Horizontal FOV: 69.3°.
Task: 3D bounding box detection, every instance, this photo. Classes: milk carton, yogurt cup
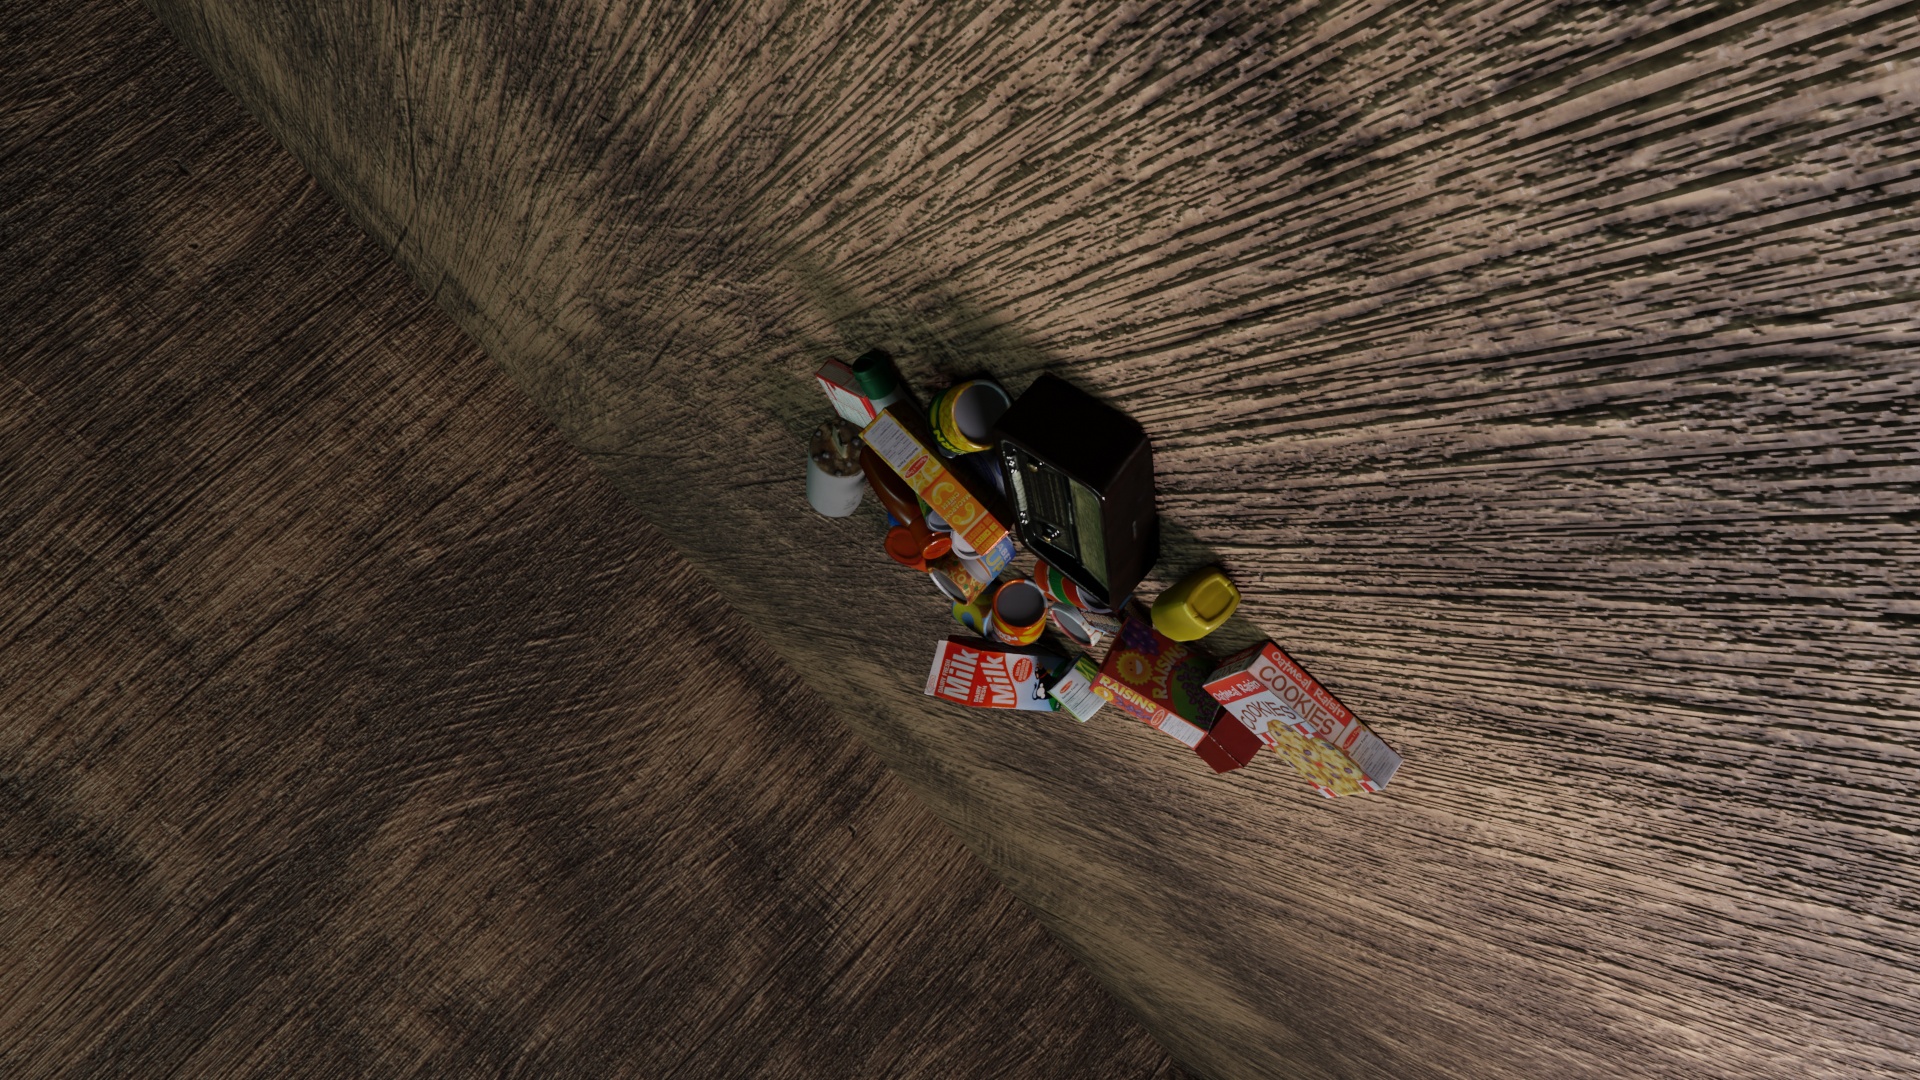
[{"bbox_3d":[0.040,0.165,1.730,0.191,0.072,0.073,10,-173,-38],"label":"milk carton"},{"bbox_3d":[0.006,-0.019,1.550,0.054,0.072,0.072,36,163,49],"label":"yogurt cup"}]

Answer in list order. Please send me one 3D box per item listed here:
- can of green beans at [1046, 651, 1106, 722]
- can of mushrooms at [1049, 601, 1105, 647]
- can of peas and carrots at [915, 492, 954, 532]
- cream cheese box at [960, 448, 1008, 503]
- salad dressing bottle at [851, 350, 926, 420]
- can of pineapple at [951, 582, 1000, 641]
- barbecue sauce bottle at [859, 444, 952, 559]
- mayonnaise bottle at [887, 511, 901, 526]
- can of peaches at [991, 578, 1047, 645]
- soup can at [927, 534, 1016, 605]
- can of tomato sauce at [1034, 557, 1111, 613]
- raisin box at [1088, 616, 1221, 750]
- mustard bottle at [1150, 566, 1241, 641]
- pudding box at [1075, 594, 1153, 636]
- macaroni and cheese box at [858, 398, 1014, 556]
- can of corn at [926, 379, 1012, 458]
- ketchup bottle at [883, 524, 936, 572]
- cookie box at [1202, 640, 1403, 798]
[{"bbox_3d":[0.149,0.179,1.697,0.058,0.071,0.071,43,163,1],"label":"can of green beans"},{"bbox_3d":[0.135,0.088,1.565,0.071,0.033,0.070,38,162,15],"label":"can of mushrooms"},{"bbox_3d":[-0.015,-0.051,1.477,0.070,0.071,0.059,75,175,-60],"label":"can of peas and carrots"},{"bbox_3d":[0.026,-0.083,1.415,0.053,0.024,0.103,28,157,45],"label":"cream cheese box"},{"bbox_3d":[-0.066,-0.134,1.470,0.064,0.044,0.147,27,156,48],"label":"salad dressing bottle"},{"bbox_3d":[0.032,0.084,1.735,0.058,0.071,0.070,30,159,35],"label":"can of pineapple"},{"bbox_3d":[-0.056,-0.048,1.534,0.149,0.065,0.043,61,154,28],"label":"barbecue sauce bottle"},{"bbox_3d":[-0.046,-0.033,1.671,0.064,0.041,0.148,41,164,-17],"label":"mayonnaise bottle"},{"bbox_3d":[0.068,0.086,1.648,0.071,0.071,0.057,39,161,15],"label":"can of peaches"},{"bbox_3d":[0.014,0.024,1.597,0.071,0.084,0.071,38,162,15],"label":"soup can"},{"bbox_3d":[0.122,0.033,1.405,0.071,0.071,0.083,51,162,-23],"label":"can of tomato sauce"},{"bbox_3d":[0.202,0.143,1.403,0.123,0.086,0.039,30,140,6],"label":"raisin box"},{"bbox_3d":[0.210,0.064,1.290,0.049,0.065,0.160,48,169,2],"label":"mustard bottle"},{"bbox_3d":[0.161,0.076,1.481,0.049,0.030,0.084,52,161,-29],"label":"pudding box"},{"bbox_3d":[-0.019,-0.064,1.362,0.166,0.040,0.124,45,-168,-2],"label":"macaroni and cheese box"},{"bbox_3d":[0.008,-0.113,1.301,0.071,0.071,0.058,48,161,-16],"label":"can of corn"},{"bbox_3d":[-0.029,0.020,1.667,0.065,0.043,0.149,27,-178,31],"label":"ketchup bottle"},{"bbox_3d":[0.323,0.172,1.328,0.167,0.040,0.122,42,163,2],"label":"cookie box"}]
